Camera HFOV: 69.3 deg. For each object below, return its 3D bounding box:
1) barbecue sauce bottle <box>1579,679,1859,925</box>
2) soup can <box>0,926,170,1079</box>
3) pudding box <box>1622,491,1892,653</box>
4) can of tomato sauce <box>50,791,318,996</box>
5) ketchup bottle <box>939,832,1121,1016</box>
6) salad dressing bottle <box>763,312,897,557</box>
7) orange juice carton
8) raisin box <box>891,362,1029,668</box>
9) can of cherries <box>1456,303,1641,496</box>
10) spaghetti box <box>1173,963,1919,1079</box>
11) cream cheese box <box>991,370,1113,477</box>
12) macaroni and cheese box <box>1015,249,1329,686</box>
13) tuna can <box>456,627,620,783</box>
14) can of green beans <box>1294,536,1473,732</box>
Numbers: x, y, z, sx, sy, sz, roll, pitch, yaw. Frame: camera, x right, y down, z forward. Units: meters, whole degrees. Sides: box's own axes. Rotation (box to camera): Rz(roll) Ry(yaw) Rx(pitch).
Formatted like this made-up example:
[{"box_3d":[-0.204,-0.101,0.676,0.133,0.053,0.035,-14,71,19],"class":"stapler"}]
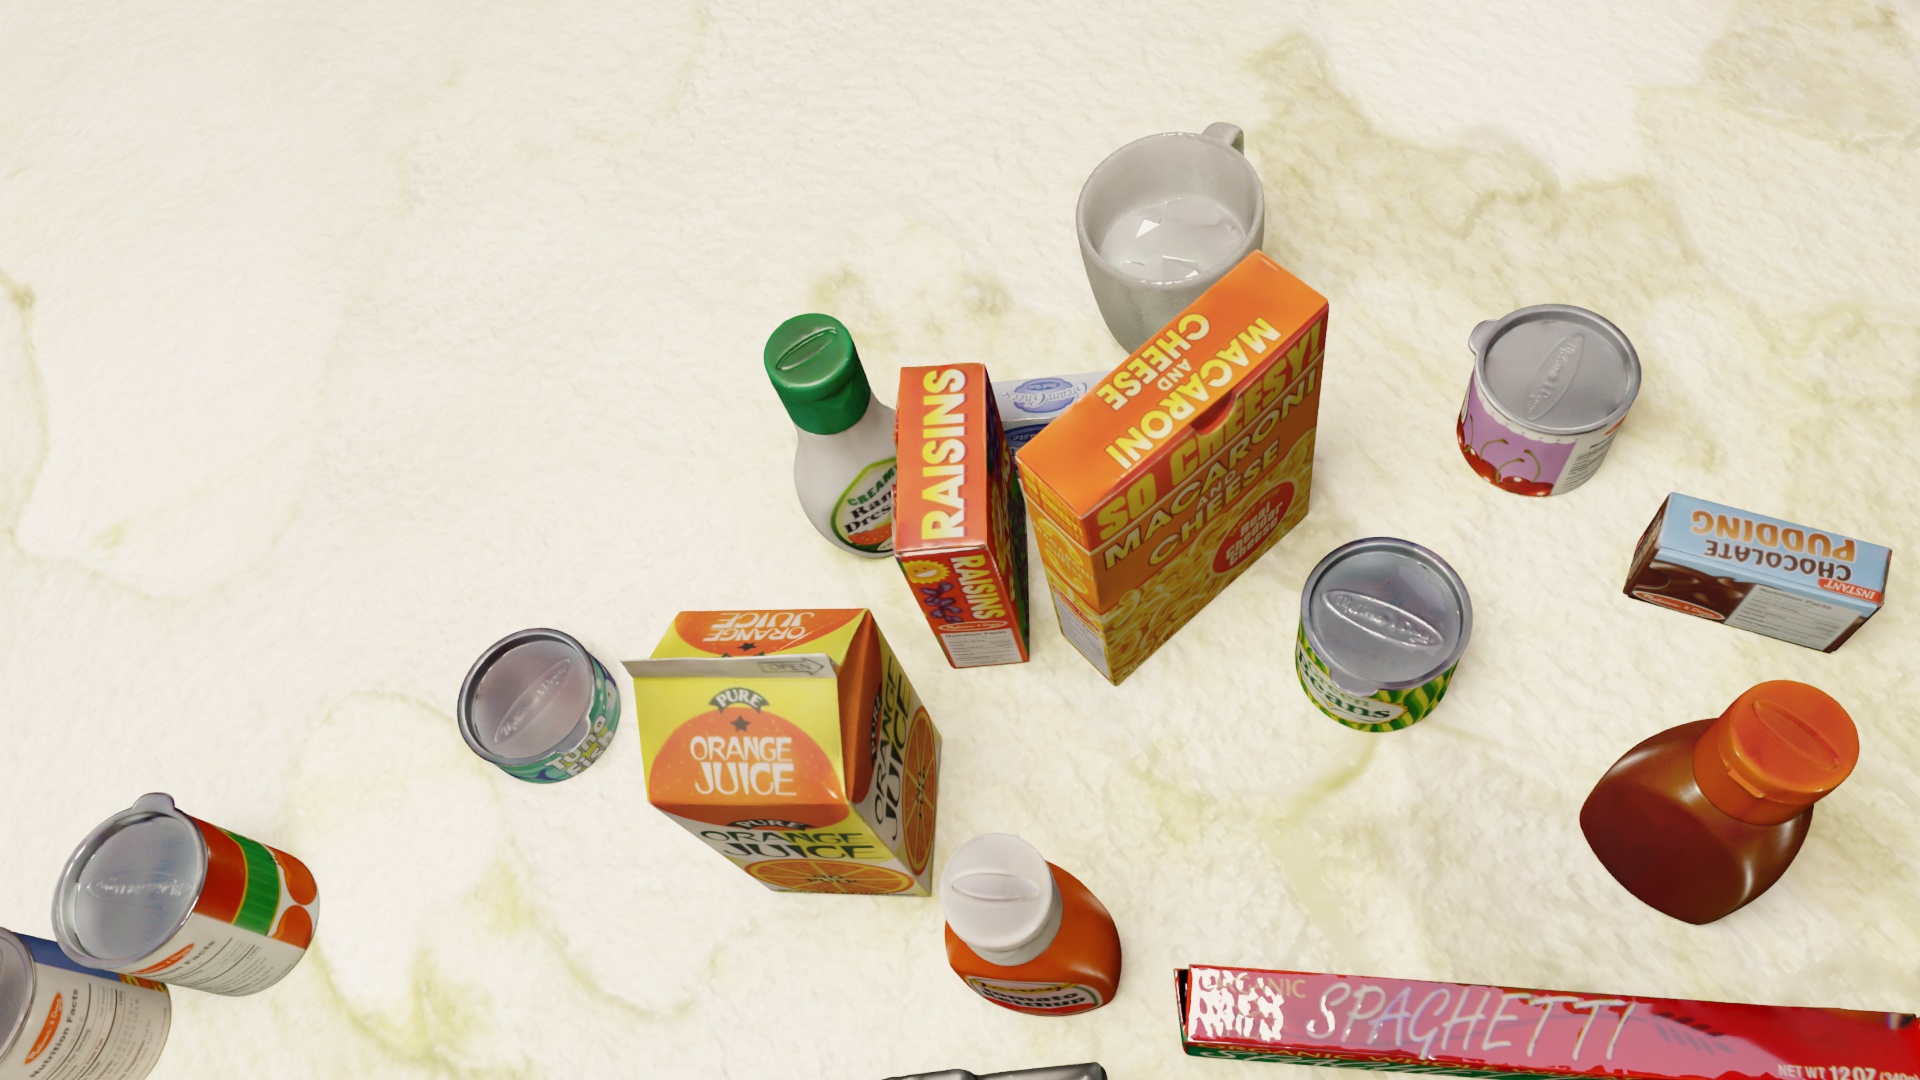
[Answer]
[{"box_3d":[0.263,0.091,0.483,0.044,0.148,0.065,-40,64,-10],"class":"barbecue sauce bottle"},{"box_3d":[-0.391,0.201,0.582,0.071,0.083,0.071,-4,63,8],"class":"soup can"},{"box_3d":[0.323,0.013,0.567,0.084,0.049,0.030,17,68,18],"class":"pudding box"},{"box_3d":[-0.328,0.154,0.595,0.071,0.082,0.071,-4,63,8],"class":"can of tomato sauce"},{"box_3d":[0.023,0.140,0.501,0.065,0.148,0.044,0,64,11],"class":"ketchup bottle"},{"box_3d":[-0.049,-0.043,0.607,0.064,0.147,0.044,-34,63,-7],"class":"salad dressing bottle"},{"box_3d":[-0.060,0.078,0.523,0.072,0.192,0.073,-1,64,10],"class":"orange juice carton"},{"box_3d":[0.002,-0.007,0.593,0.040,0.123,0.086,-4,63,9],"class":"raisin box"},{"box_3d":[0.255,-0.062,0.612,0.071,0.058,0.072,-4,63,8],"class":"can of cherries"},{"box_3d":[0.204,0.180,0.505,0.250,0.050,0.029,1,64,11],"class":"spaghetti box"},{"box_3d":[0.042,-0.053,0.648,0.104,0.053,0.024,-5,63,8],"class":"cream cheese box"},{"box_3d":[0.089,-0.021,0.560,0.124,0.165,0.040,-41,64,-10],"class":"macaroni and cheese box"},{"box_3d":[-0.191,0.078,0.637,0.071,0.032,0.071,-4,63,8],"class":"tuna can"},{"box_3d":[0.173,0.040,0.576,0.071,0.057,0.071,-4,63,8],"class":"can of green beans"}]
